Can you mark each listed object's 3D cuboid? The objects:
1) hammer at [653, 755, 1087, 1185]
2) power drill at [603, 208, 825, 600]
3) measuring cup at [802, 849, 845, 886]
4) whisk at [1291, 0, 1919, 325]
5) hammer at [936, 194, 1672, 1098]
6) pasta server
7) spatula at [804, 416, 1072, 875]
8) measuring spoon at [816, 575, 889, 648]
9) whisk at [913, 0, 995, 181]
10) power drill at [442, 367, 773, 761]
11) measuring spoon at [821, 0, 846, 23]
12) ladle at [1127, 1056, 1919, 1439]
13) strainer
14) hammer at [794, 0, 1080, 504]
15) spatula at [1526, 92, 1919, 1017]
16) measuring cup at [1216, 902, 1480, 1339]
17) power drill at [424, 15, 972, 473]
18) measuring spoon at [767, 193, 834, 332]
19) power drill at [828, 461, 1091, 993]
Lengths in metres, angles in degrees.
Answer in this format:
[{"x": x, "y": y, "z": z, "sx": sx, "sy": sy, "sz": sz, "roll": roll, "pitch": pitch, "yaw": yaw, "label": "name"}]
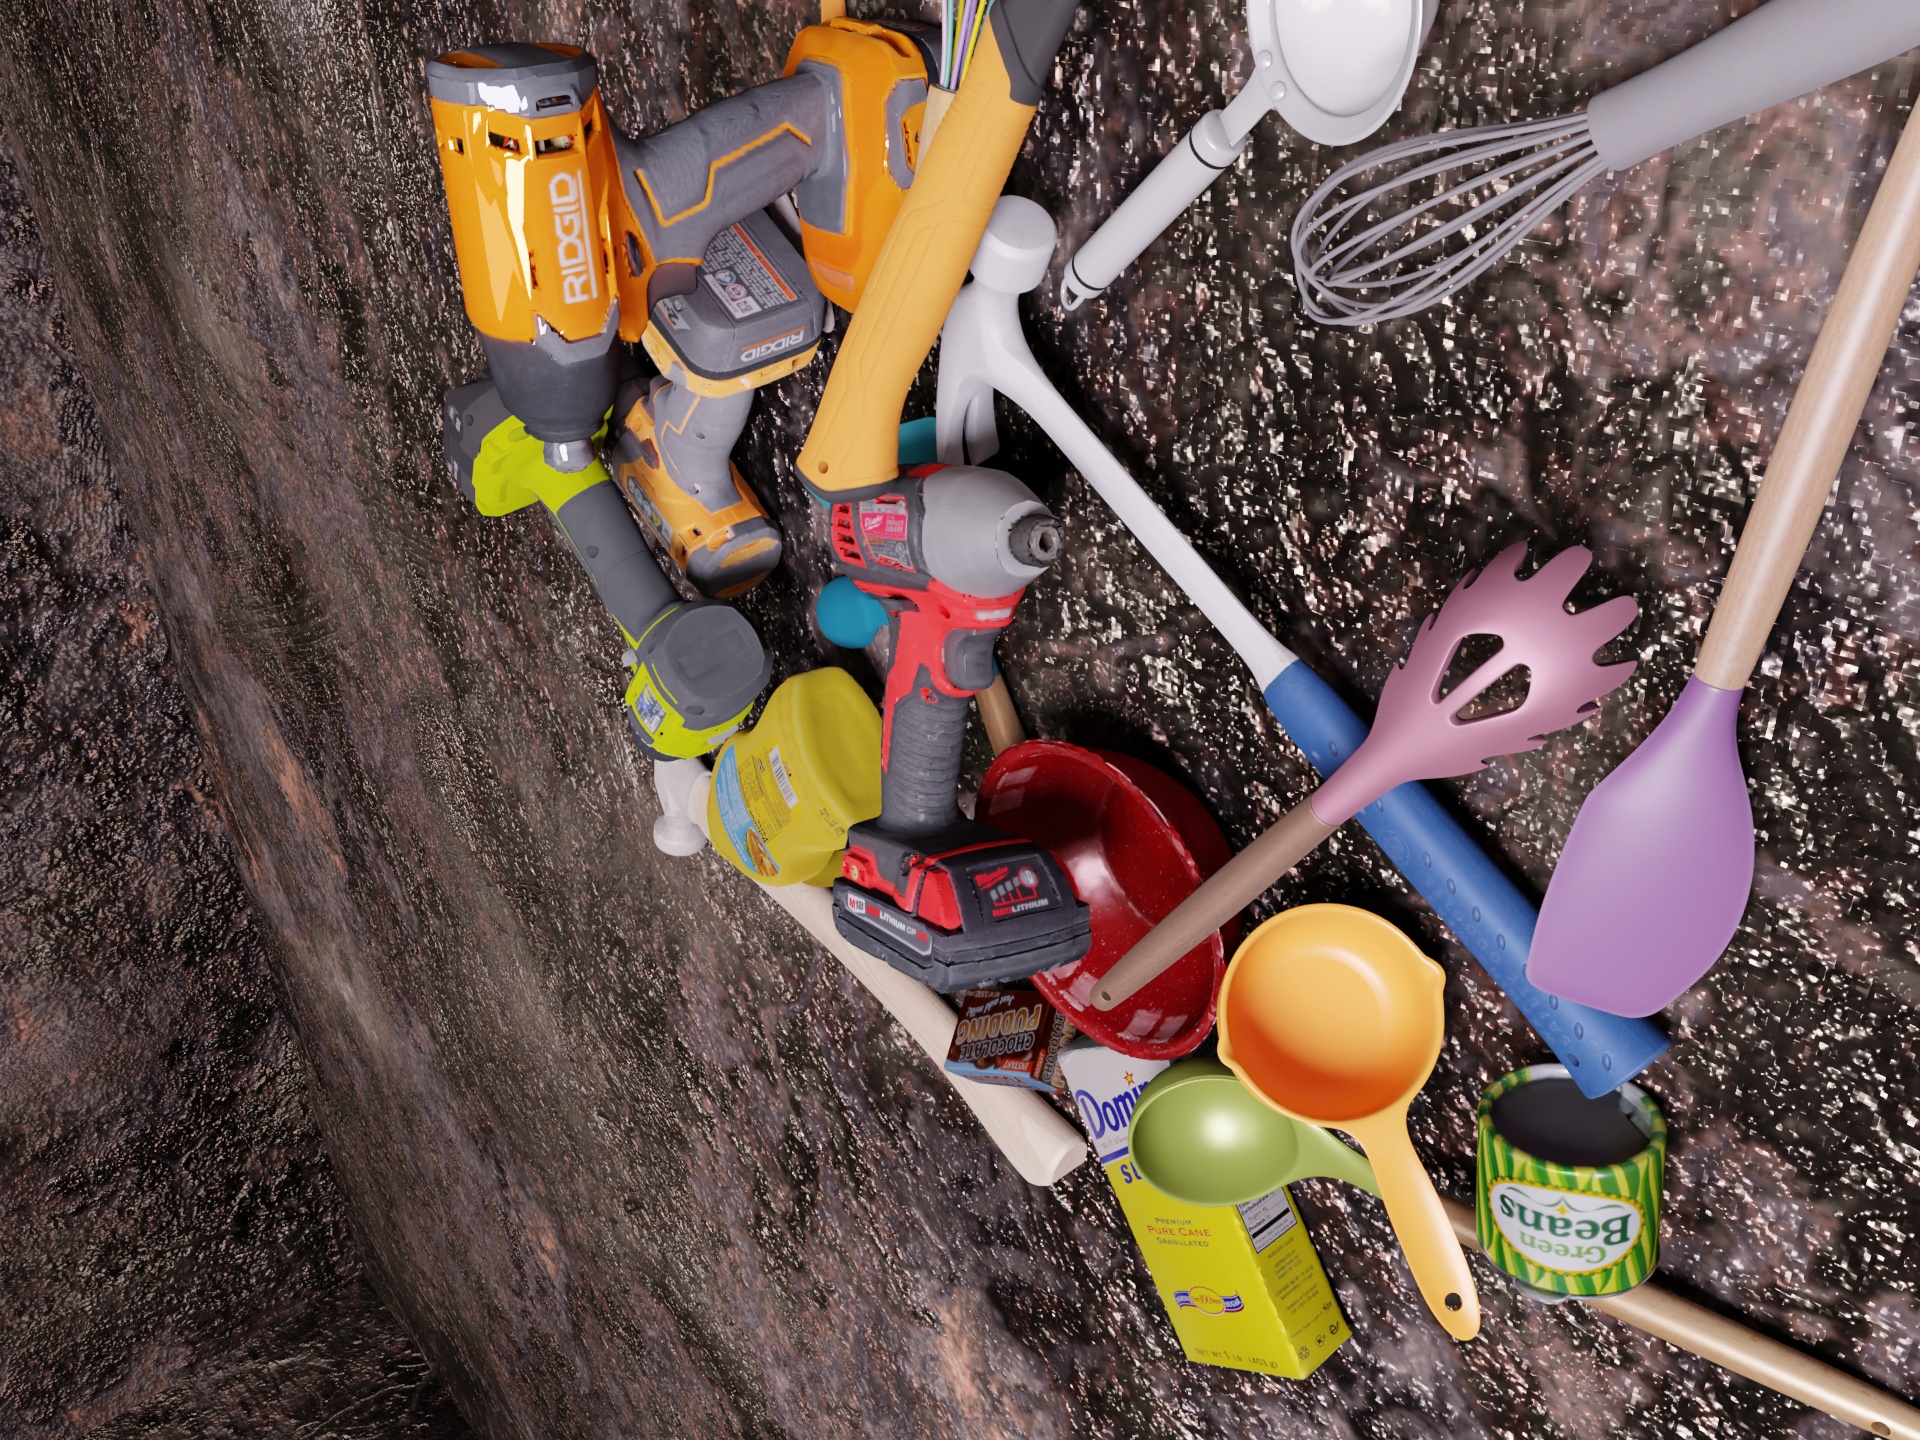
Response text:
[{"x": -0.070, "y": 0.131, "z": 1.000, "sx": 0.411, "sy": 0.038, "sz": 0.146, "roll": 40, "pitch": 137, "yaw": 32, "label": "hammer"}, {"x": -0.158, "y": -0.196, "z": 0.876, "sx": 0.185, "sy": 0.084, "sz": 0.226, "roll": 53, "pitch": 152, "yaw": 18, "label": "power drill"}, {"x": -0.046, "y": 0.079, "z": 0.930, "sx": 0.156, "sy": 0.029, "sz": 0.062, "roll": -13, "pitch": 98, "yaw": 51, "label": "measuring cup"}, {"x": 0.190, "y": -0.172, "z": 0.459, "sx": 0.239, "sy": 0.055, "sz": 0.055, "roll": -14, "pitch": 99, "yaw": 51, "label": "whisk"}, {"x": 0.120, "y": -0.023, "z": 0.637, "sx": 0.406, "sy": 0.035, "sz": 0.144, "roll": 52, "pitch": 154, "yaw": 16, "label": "hammer"}, {"x": 0.129, "y": 0.043, "z": 0.602, "sx": 0.060, "sy": 0.040, "sz": 0.316, "roll": 52, "pitch": 142, "yaw": 12, "label": "pasta server"}, {"x": 0.016, "y": 0.006, "z": 0.798, "sx": 0.082, "sy": 0.044, "sz": 0.317, "roll": -16, "pitch": 101, "yaw": 25, "label": "spatula"}, {"x": -0.041, "y": -0.056, "z": 0.856, "sx": 0.129, "sy": 0.021, "sz": 0.042, "roll": 6, "pitch": 114, "yaw": 52, "label": "measuring spoon"}, {"x": 0.003, "y": -0.269, "z": 0.622, "sx": 0.047, "sy": 0.051, "sz": 0.244, "roll": 31, "pitch": 126, "yaw": 28, "label": "whisk"}, {"x": -0.199, "y": -0.080, "z": 0.903, "sx": 0.228, "sy": 0.080, "sz": 0.190, "roll": 57, "pitch": 157, "yaw": 1, "label": "power drill"}, {"x": -0.061, "y": -0.312, "z": 0.735, "sx": 0.021, "sy": 0.011, "sz": 0.116, "roll": 28, "pitch": 131, "yaw": 42, "label": "measuring spoon"}, {"x": 0.207, "y": 0.214, "z": 0.640, "sx": 0.320, "sy": 0.062, "sz": 0.078, "roll": 17, "pitch": 127, "yaw": 40, "label": "ladle"}, {"x": 0.097, "y": -0.212, "z": 0.562, "sx": 0.258, "sy": 0.050, "sz": 0.087, "roll": -31, "pitch": 78, "yaw": 62, "label": "strainer"}, {"x": 0.004, "y": -0.227, "z": 0.586, "sx": 0.127, "sy": 0.034, "sz": 0.336, "roll": 37, "pitch": 124, "yaw": 13, "label": "hammer"}, {"x": 0.239, "y": -0.034, "z": 0.478, "sx": 0.060, "sy": 0.018, "sz": 0.315, "roll": 15, "pitch": 122, "yaw": 16, "label": "spatula"}, {"x": 0.163, "y": 0.160, "z": 0.642, "sx": 0.052, "sy": 0.095, "sz": 0.174, "roll": 71, "pitch": 178, "yaw": -77, "label": "measuring cup"}, {"x": -0.101, "y": -0.203, "z": 0.664, "sx": 0.084, "sy": 0.226, "sz": 0.164, "roll": 32, "pitch": 134, "yaw": 39, "label": "power drill"}, {"x": -0.095, "y": -0.255, "z": 0.811, "sx": 0.034, "sy": 0.018, "sz": 0.124, "roll": -19, "pitch": 96, "yaw": 56, "label": "measuring spoon"}, {"x": -0.001, "y": -0.002, "z": 0.698, "sx": 0.143, "sy": 0.078, "sz": 0.219, "roll": 14, "pitch": 109, "yaw": 56, "label": "power drill"}]
